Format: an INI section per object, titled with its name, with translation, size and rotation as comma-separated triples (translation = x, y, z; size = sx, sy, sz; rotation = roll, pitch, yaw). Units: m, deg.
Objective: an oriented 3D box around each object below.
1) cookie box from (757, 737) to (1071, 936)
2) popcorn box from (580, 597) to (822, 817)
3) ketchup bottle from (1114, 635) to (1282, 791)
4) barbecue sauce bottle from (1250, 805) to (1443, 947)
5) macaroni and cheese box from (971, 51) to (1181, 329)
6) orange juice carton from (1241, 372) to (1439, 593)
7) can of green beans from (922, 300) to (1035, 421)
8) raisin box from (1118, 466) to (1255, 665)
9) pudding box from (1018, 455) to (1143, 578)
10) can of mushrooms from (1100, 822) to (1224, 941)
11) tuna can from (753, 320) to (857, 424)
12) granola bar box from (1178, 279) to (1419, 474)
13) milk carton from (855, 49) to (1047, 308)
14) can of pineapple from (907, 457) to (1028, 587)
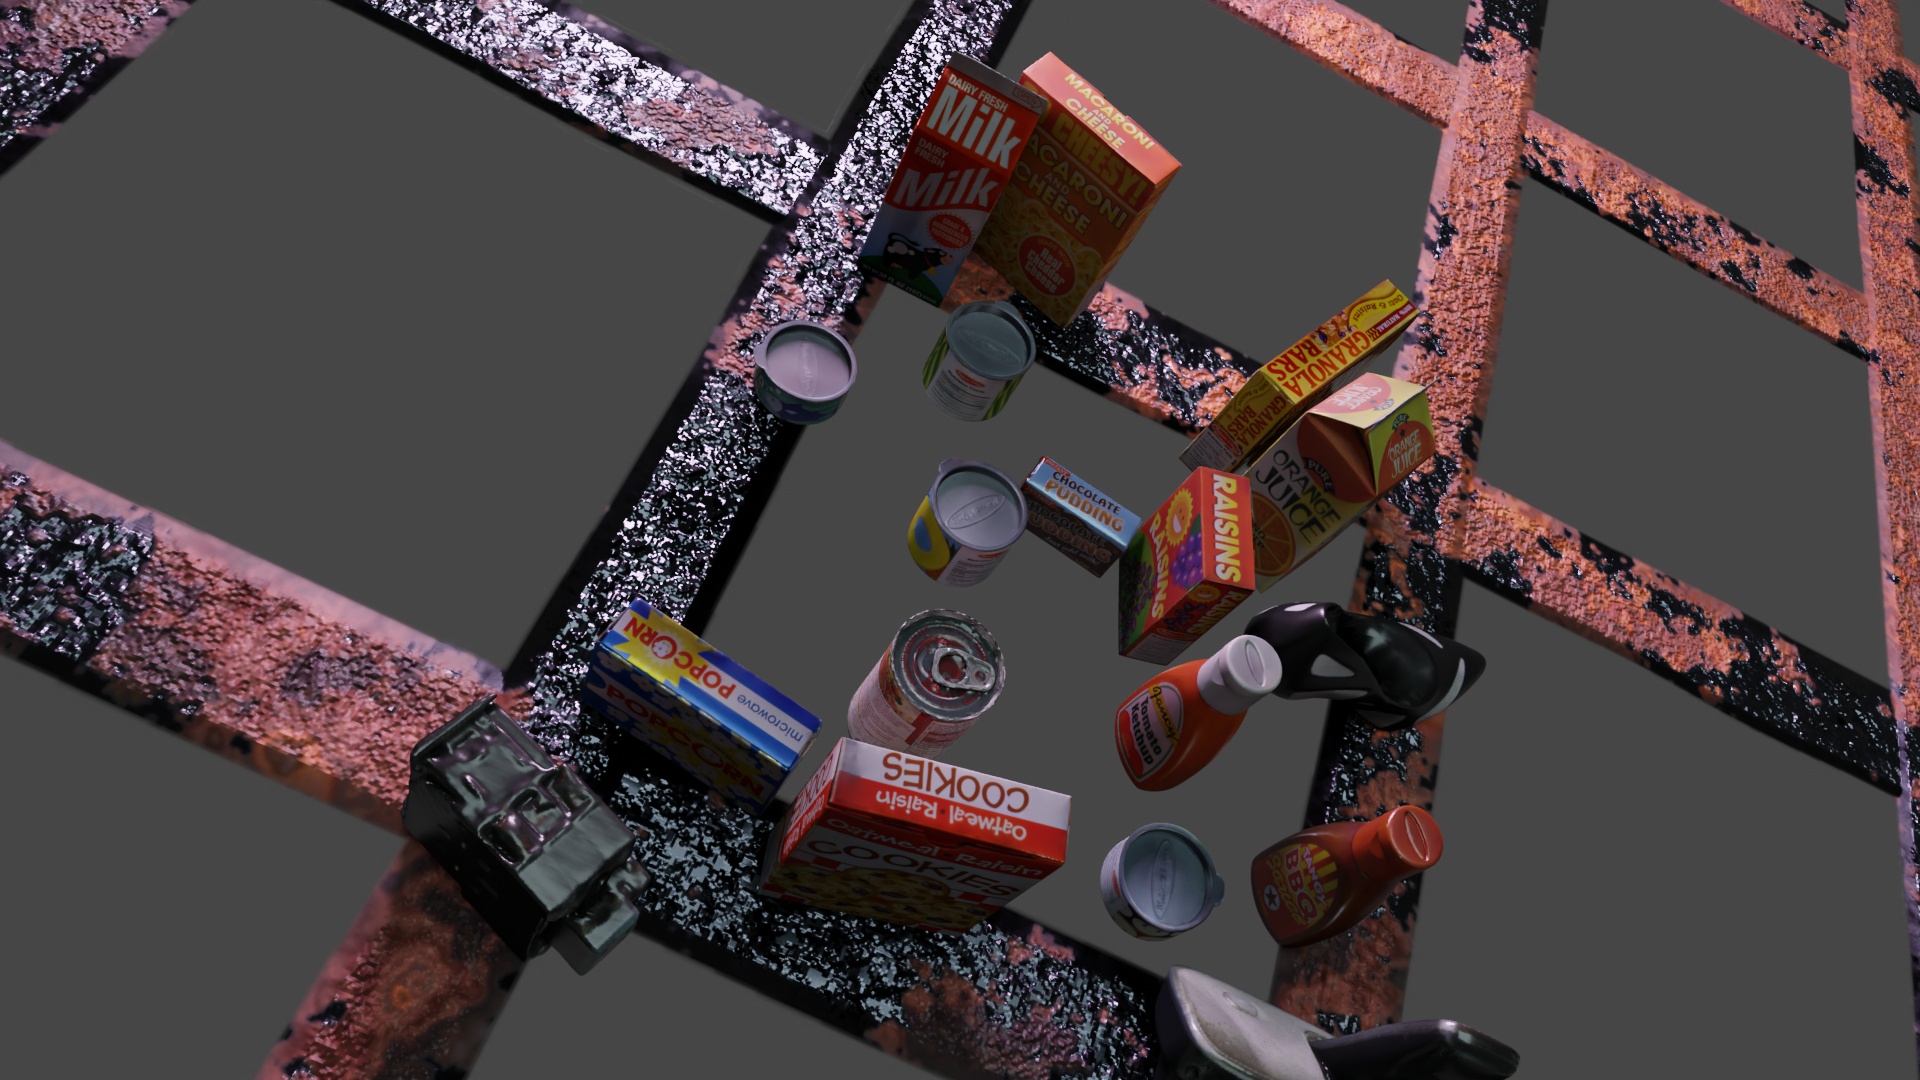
[cookie box]
translation = -0.029, 0.164, 0.738
size = 0.123, 0.166, 0.040
rotation = 16, 58, -13
[popcorn box]
translation = -0.147, 0.096, 0.780
size = 0.127, 0.084, 0.038
rotation = 34, 56, -1
[ketchup bottle]
translation = 0.145, 0.103, 0.852
size = 0.043, 0.148, 0.065
rotation = -2, 64, -22
[barbecue sauce bottle]
translation = 0.230, 0.198, 0.832
size = 0.044, 0.147, 0.065
rotation = -4, 64, -23
[macaroni and cheese box]
translation = 0.071, -0.251, 1.011
size = 0.124, 0.165, 0.040
rotation = 42, 56, 5
[orange juice carton]
translation = 0.252, -0.046, 0.951
size = 0.072, 0.191, 0.073
rotation = -30, 77, -32
[can of green beans]
translation = 0.012, -0.126, 0.983
size = 0.071, 0.057, 0.071
rotation = 9, 60, -16
[raisin box]
translation = 0.147, 0.019, 0.915
size = 0.040, 0.122, 0.086
rotation = 13, 59, -14
[pudding box]
translation = 0.077, -0.016, 0.952
size = 0.084, 0.049, 0.030
rotation = 34, 56, -1
[can of mushrooms]
translation = 0.123, 0.211, 0.852
size = 0.071, 0.033, 0.071
rotation = 9, 59, -16
[tuna can]
translation = -0.109, -0.114, 0.944
size = 0.071, 0.032, 0.071
rotation = 9, 59, -16
[granola bar box]
translation = 0.251, -0.114, 1.030
size = 0.166, 0.123, 0.039
rotation = -34, 79, -33
[milk carton]
translation = -0.005, -0.256, 0.970
size = 0.072, 0.189, 0.074
rotation = 26, 56, -6
[can of pineapple]
translation = 0.003, -0.011, 0.916
size = 0.071, 0.057, 0.071
rotation = 9, 60, -16
